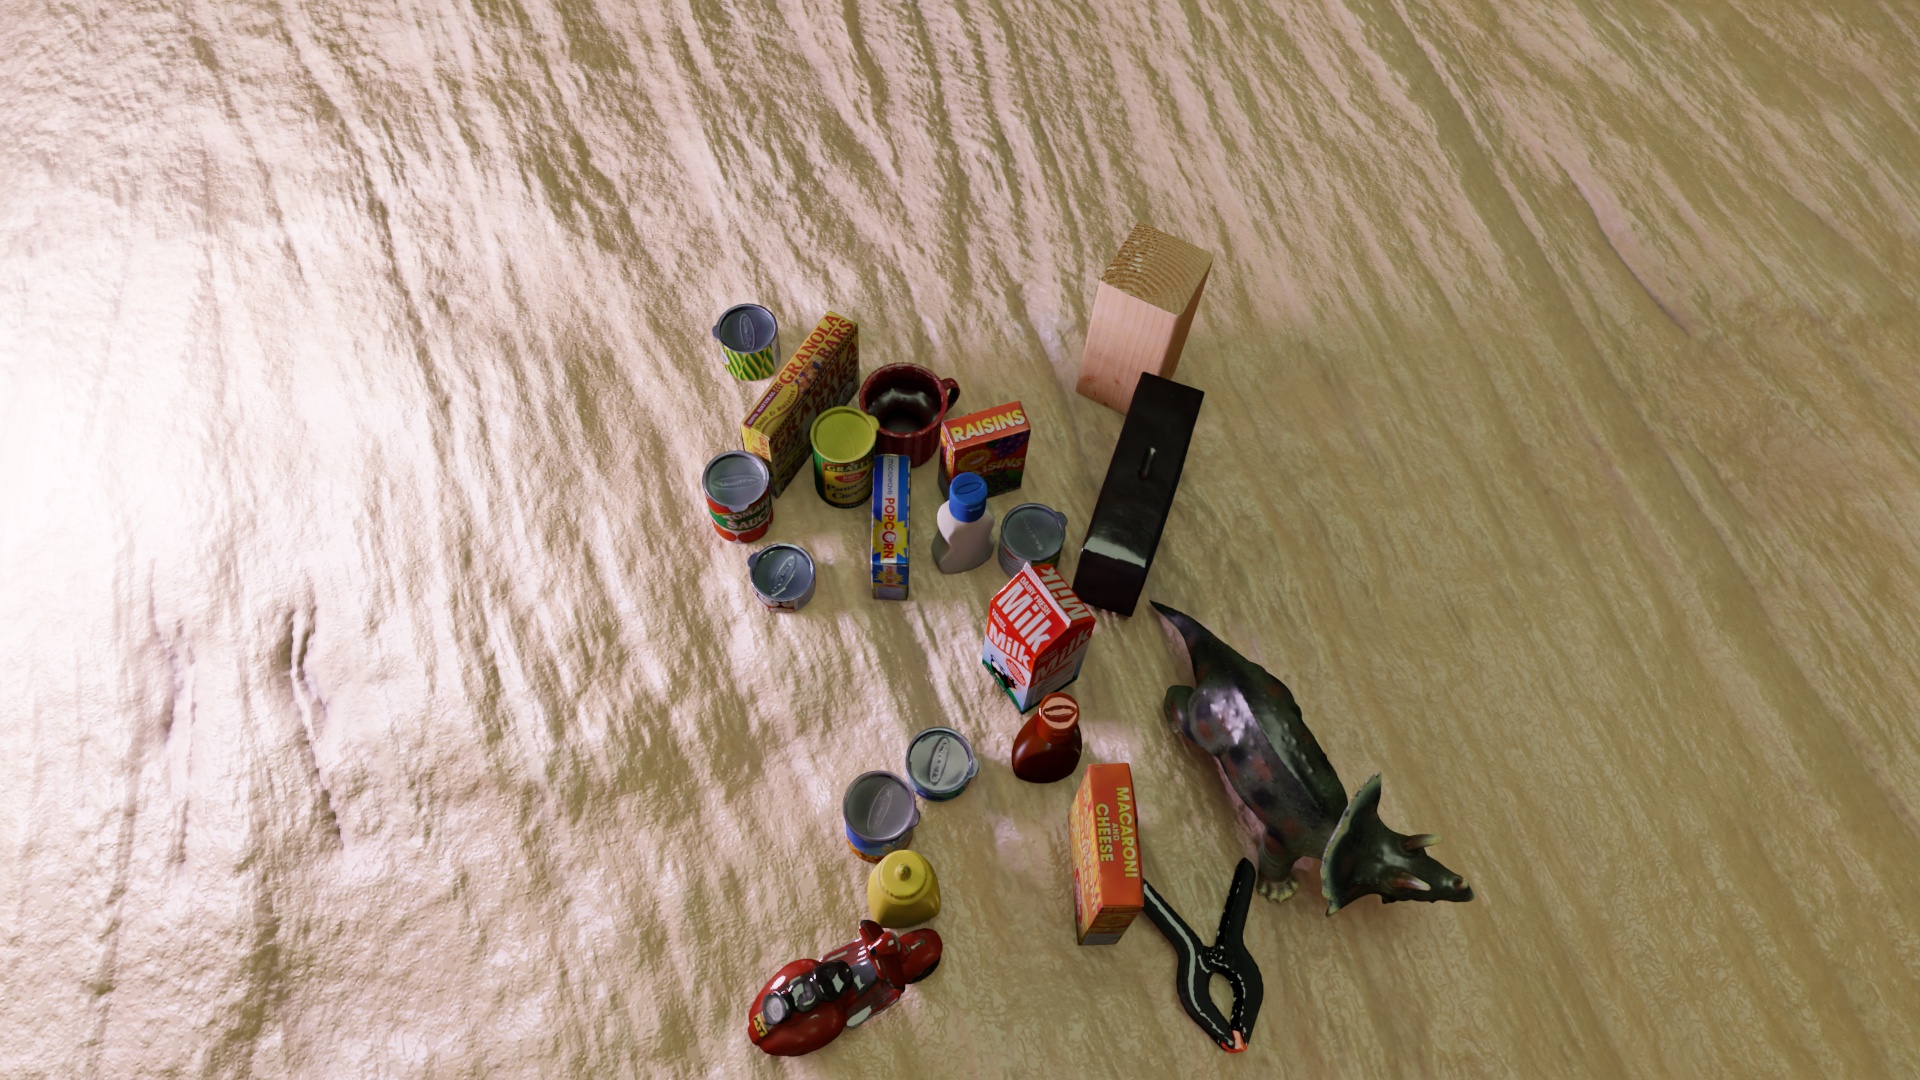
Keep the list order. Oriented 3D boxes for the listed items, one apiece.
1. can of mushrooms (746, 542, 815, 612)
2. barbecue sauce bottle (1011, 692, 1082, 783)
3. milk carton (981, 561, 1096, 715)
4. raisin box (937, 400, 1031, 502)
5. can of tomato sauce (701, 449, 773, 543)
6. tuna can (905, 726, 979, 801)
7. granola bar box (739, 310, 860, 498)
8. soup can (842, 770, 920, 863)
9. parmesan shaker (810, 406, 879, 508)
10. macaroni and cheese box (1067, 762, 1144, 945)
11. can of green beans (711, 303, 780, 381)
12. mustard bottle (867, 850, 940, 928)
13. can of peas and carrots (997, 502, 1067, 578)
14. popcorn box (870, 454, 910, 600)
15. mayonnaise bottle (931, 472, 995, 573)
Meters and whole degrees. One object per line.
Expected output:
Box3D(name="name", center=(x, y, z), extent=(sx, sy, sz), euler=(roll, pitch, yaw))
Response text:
Box3D(name="can of mushrooms", center=(-0.182, 0.037, 1.413), extent=(0.071, 0.033, 0.071), euler=(1, 63, -3))
Box3D(name="barbecue sauce bottle", center=(0.084, 0.184, 1.289), extent=(0.065, 0.148, 0.044), euler=(-4, 64, -5))
Box3D(name="milk carton", center=(0.073, 0.088, 1.314), extent=(0.073, 0.189, 0.072), euler=(-31, 69, -17))
Box3D(name="raisin box", center=(0.023, -0.088, 1.439), extent=(0.086, 0.123, 0.040), euler=(-16, 65, -11))
Box3D(name="can of tomato sauce", center=(-0.226, -0.042, 1.423), extent=(0.071, 0.082, 0.071), euler=(1, 63, -2))
Box3D(name="tuna can", center=(-0.018, 0.215, 1.331), extent=(0.071, 0.032, 0.071), euler=(1, 63, -3))
Box3D(name="granola bar box", center=(-0.166, -0.143, 1.455), extent=(0.039, 0.123, 0.166), euler=(28, 65, 11))
Box3D(name="soup can", center=(-0.072, 0.257, 1.279), extent=(0.071, 0.083, 0.071), euler=(1, 63, -2))
Box3D(name="parmesan shaker", center=(-0.118, -0.085, 1.441), extent=(0.071, 0.102, 0.071), euler=(1, 63, -2))
Box3D(name="macaroni and cheese box", center=(0.127, 0.280, 1.232), extent=(0.040, 0.165, 0.124), euler=(-1, 63, -4))
Box3D(name="can of green beans", center=(-0.232, -0.217, 1.527), extent=(0.071, 0.057, 0.071), euler=(1, 63, -2))
Box3D(name="mustard bottle", center=(-0.049, 0.302, 1.214), extent=(0.065, 0.159, 0.049), euler=(-10, 64, -8))
Box3D(name="can of peas and carrots", center=(0.075, 0.002, 1.431), extent=(0.071, 0.058, 0.071), euler=(1, 63, -2))
Box3D(name="popcorn box", center=(-0.070, -0.013, 1.416), extent=(0.038, 0.085, 0.127), euler=(1, 63, -2))
Box3D(name="mayonnaise bottle", center=(0.005, -0.017, 1.387), extent=(0.065, 0.147, 0.041), euler=(-19, 66, -12))
